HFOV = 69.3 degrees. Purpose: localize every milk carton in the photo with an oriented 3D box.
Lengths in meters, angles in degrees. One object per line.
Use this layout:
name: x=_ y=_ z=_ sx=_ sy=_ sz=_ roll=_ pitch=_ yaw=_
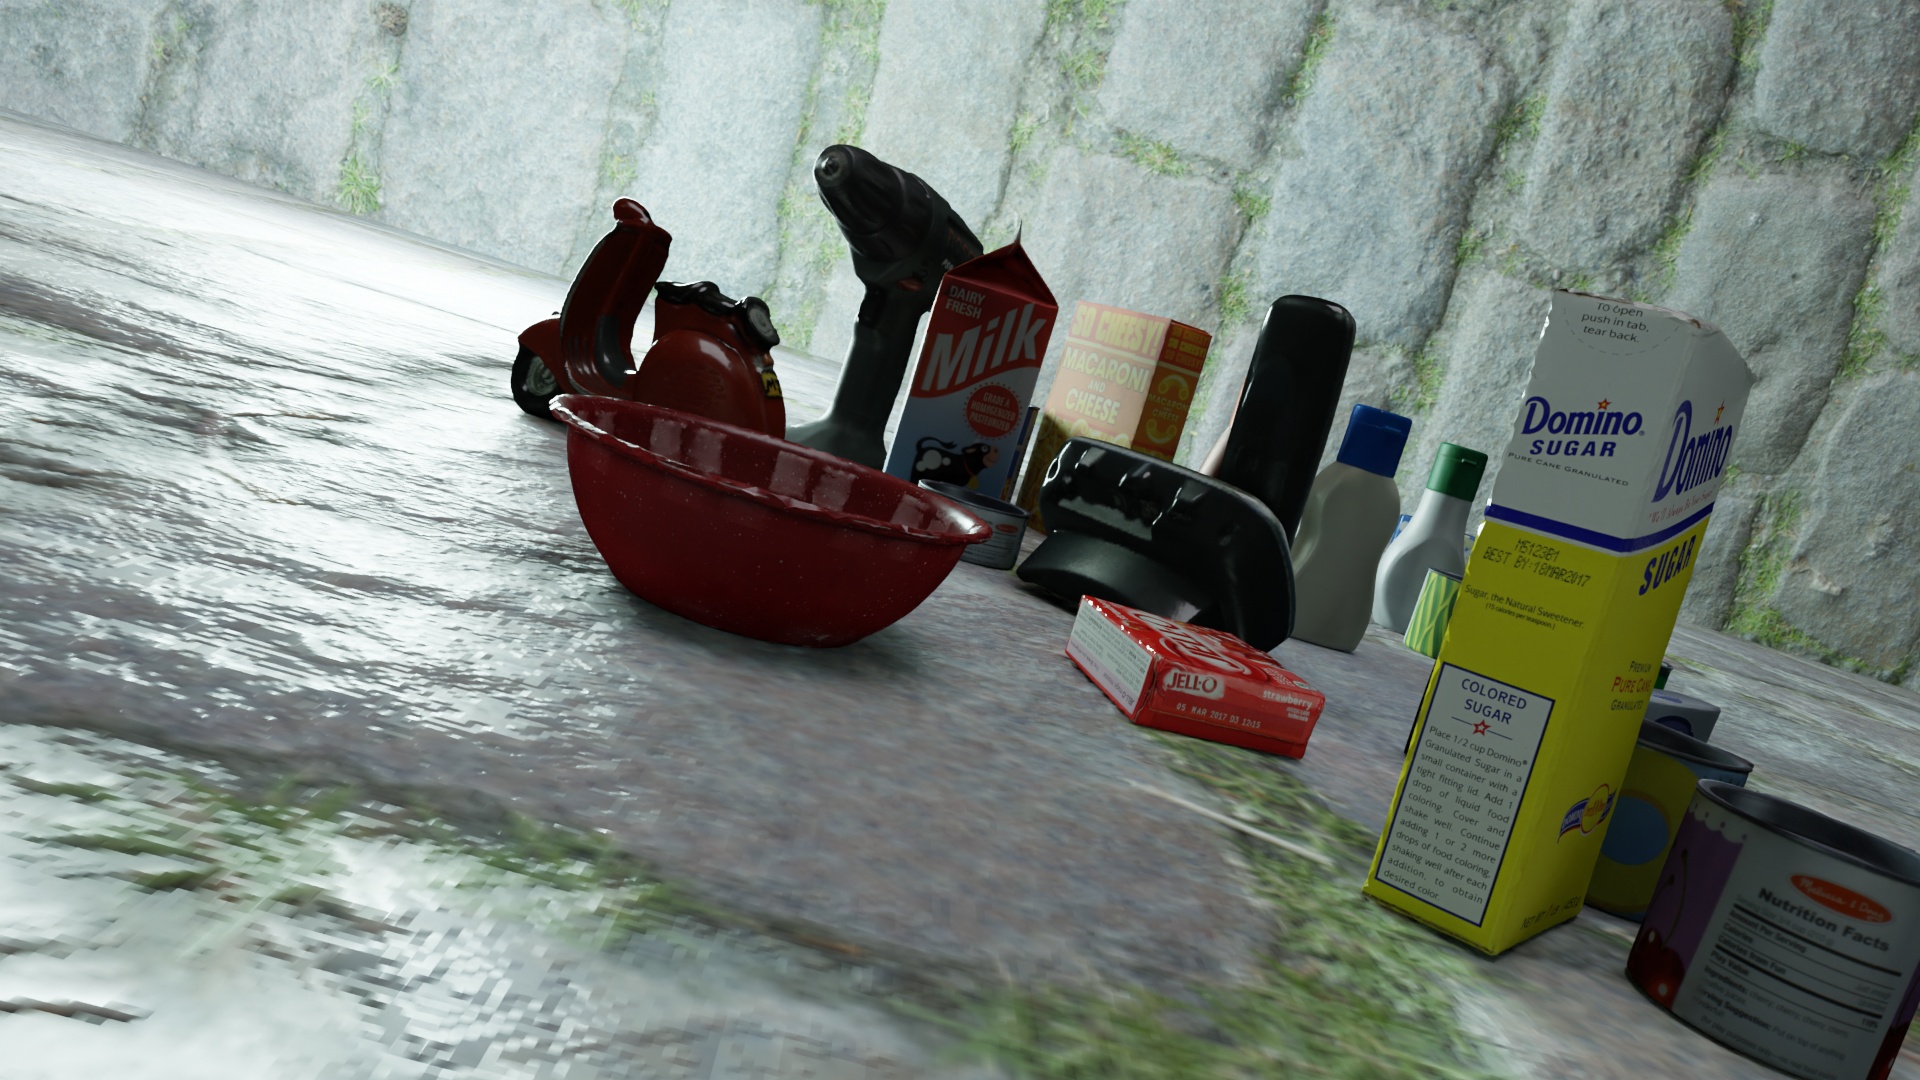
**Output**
milk carton: x=0.008 y=-0.101 z=0.848 sx=0.073 sy=0.190 sz=0.072 roll=17 pitch=7 yaw=-4

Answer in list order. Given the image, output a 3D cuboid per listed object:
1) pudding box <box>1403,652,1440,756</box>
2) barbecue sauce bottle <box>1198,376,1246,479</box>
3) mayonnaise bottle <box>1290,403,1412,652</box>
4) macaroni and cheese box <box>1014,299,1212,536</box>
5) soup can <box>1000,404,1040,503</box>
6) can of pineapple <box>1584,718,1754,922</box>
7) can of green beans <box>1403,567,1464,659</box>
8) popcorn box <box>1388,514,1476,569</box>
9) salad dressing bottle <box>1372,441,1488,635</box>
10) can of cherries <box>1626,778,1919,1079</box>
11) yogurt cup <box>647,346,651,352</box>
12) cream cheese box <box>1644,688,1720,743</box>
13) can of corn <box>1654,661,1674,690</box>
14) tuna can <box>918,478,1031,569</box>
pudding box: x=0.211 y=0.079 z=0.558 sx=0.030 sy=0.049 sz=0.084 roll=17 pitch=8 yaw=-1
barbecue sauce bottle: x=0.197 y=-0.041 z=0.992 sx=0.065 sy=0.148 sz=0.044 roll=14 pitch=8 yaw=-26
mayonnaise bottle: x=0.237 y=-0.009 z=0.856 sx=0.065 sy=0.148 sz=0.041 roll=16 pitch=7 yaw=-12
macaroni and cheese box: x=0.102 y=-0.076 z=0.967 sx=0.040 sy=0.166 sz=0.124 roll=13 pitch=9 yaw=-29
soup can: x=0.012 y=-0.067 z=1.007 sx=0.071 sy=0.083 sz=0.071 roll=17 pitch=8 yaw=-2
can of pineapple: x=0.226 y=0.091 z=0.474 sx=0.071 sy=0.057 sz=0.071 roll=17 pitch=8 yaw=-2
can of green beans: x=0.354 y=0.057 z=0.980 sx=0.071 sy=0.057 sz=0.071 roll=17 pitch=8 yaw=-2
popcorn box: x=0.397 y=0.039 z=1.096 sx=0.127 sy=0.085 sz=0.038 roll=24 pitch=10 yaw=42
salad dressing bottle: x=0.360 y=0.000 z=1.056 sx=0.064 sy=0.147 sz=0.044 roll=17 pitch=7 yaw=-2
can of cherries: x=0.225 y=0.105 z=0.378 sx=0.071 sy=0.058 sz=0.071 roll=17 pitch=8 yaw=-2
yogurt cup: x=-0.168 y=-0.086 z=0.868 sx=0.072 sy=0.054 sz=0.072 roll=17 pitch=8 yaw=-2
cream cheese box: x=0.315 y=0.096 z=0.649 sx=0.104 sy=0.053 sz=0.024 roll=11 pitch=10 yaw=-40
can of corn: x=0.355 y=0.086 z=0.784 sx=0.071 sy=0.058 sz=0.071 roll=17 pitch=8 yaw=-2
tuna can: x=0.003 y=-0.010 z=0.784 sx=0.071 sy=0.032 sz=0.071 roll=17 pitch=8 yaw=-2
